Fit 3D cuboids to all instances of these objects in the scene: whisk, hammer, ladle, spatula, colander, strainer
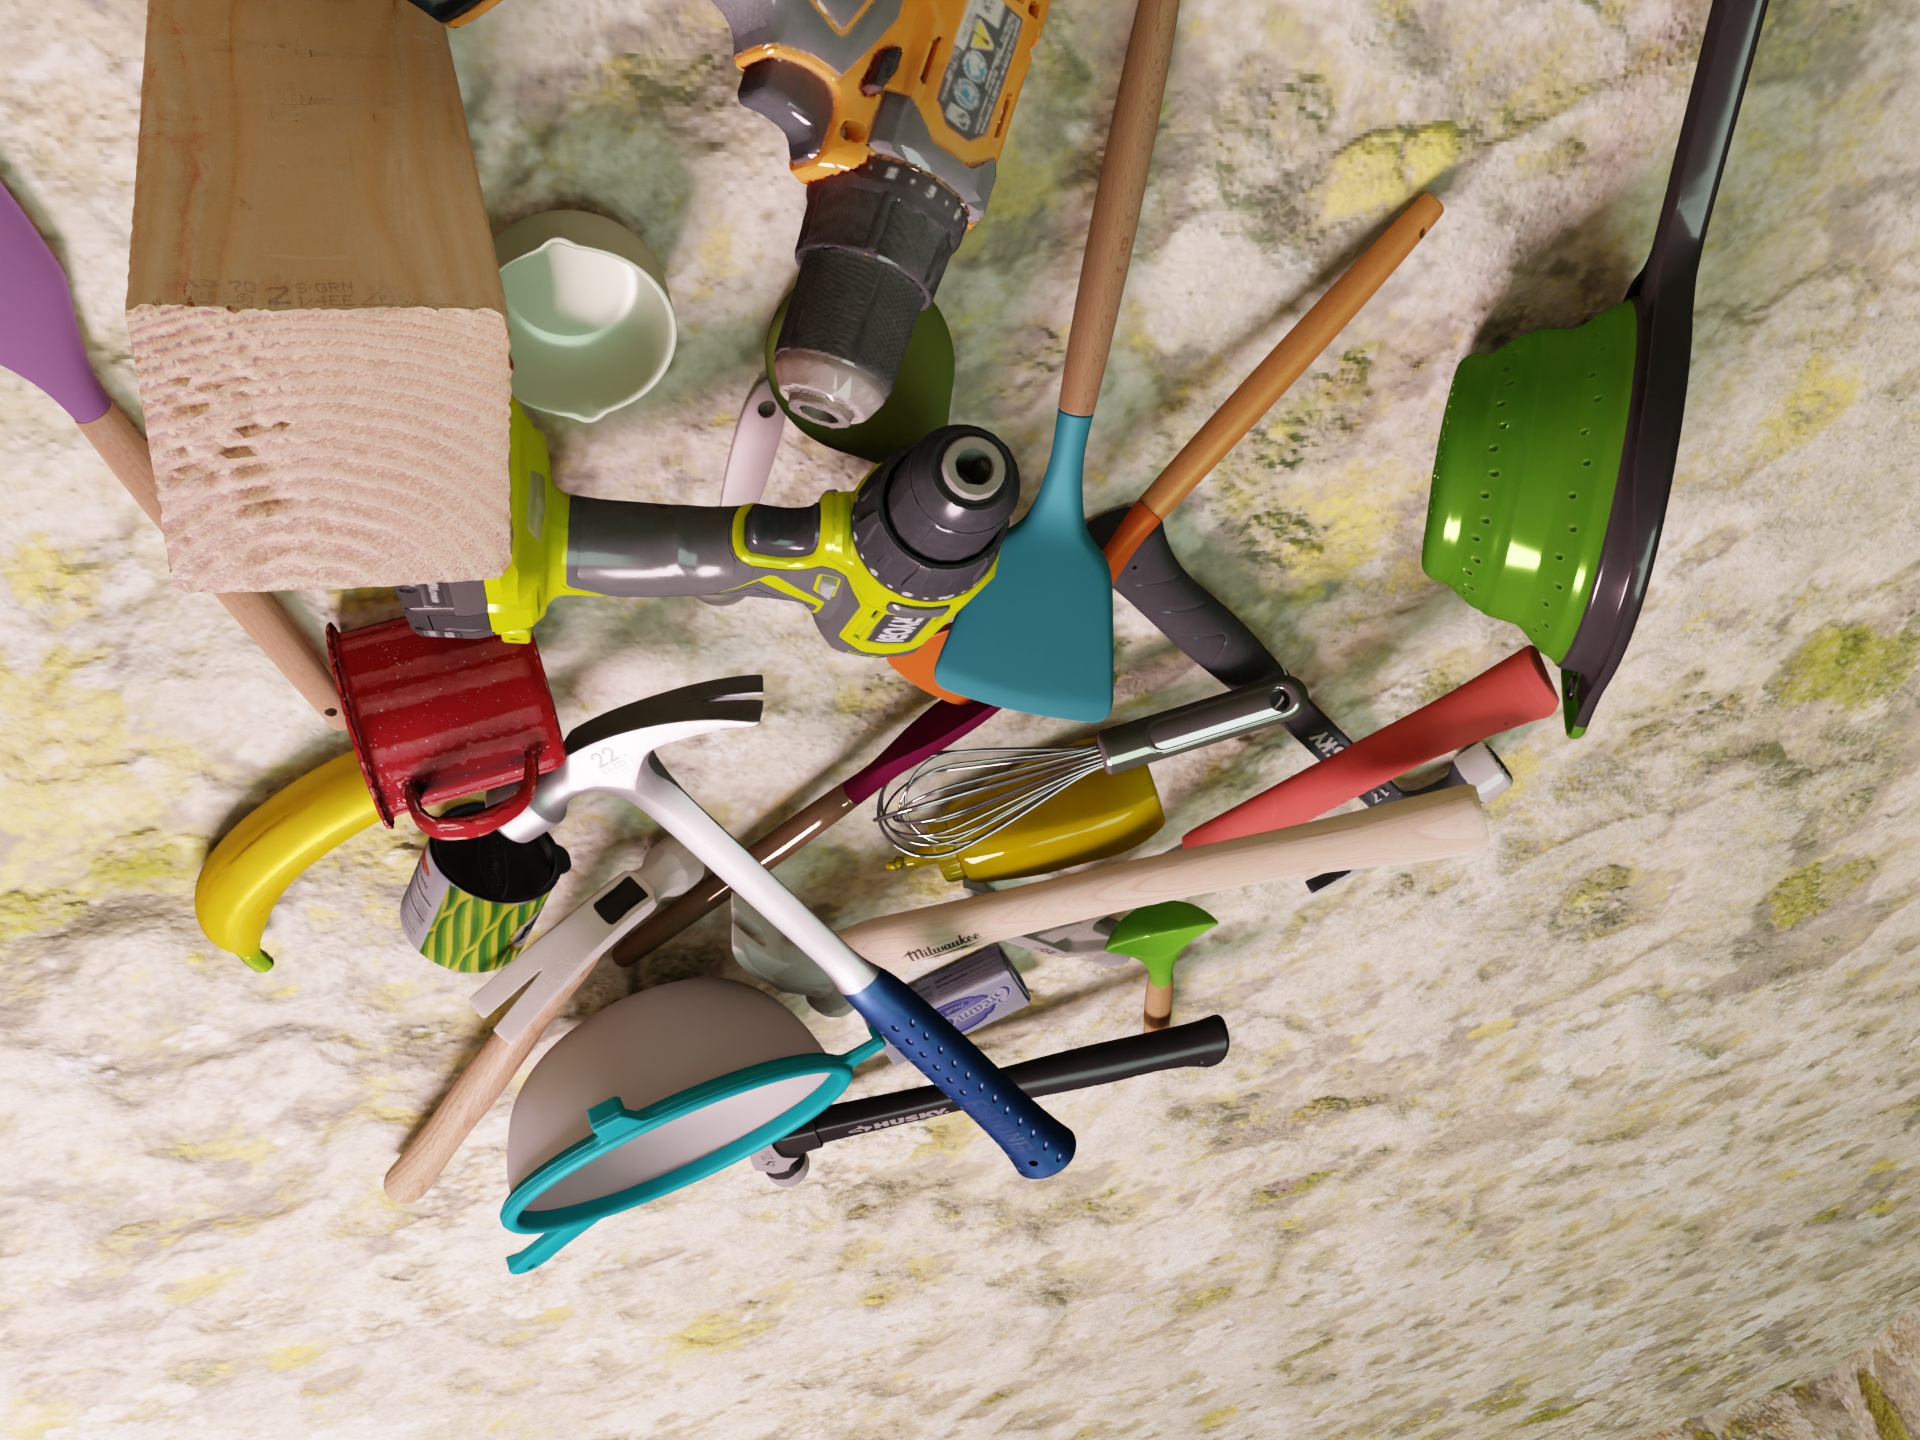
[{"bbox_3d":[0.070,0.020,0.863,0.246,0.058,0.059,-17,176,1],"label":"whisk"},{"bbox_3d":[-0.261,0.191,0.903,0.331,0.031,0.130,-49,174,35],"label":"hammer"},{"bbox_3d":[0.011,-0.096,0.755,0.078,0.062,0.319,-27,146,13],"label":"ladle"},{"bbox_3d":[-0.054,0.129,0.838,0.144,0.035,0.405,-28,125,19],"label":"hammer"},{"bbox_3d":[0.054,-0.150,0.661,0.082,0.044,0.317,13,120,5],"label":"spatula"},{"bbox_3d":[-0.319,-0.098,0.610,0.060,0.018,0.315,-20,138,0],"label":"spatula"},{"bbox_3d":[0.281,-0.188,0.730,0.094,0.205,0.396,10,121,13],"label":"colander"},{"bbox_3d":[0.018,0.248,1.078,0.335,0.035,0.146,-12,147,-2],"label":"hammer"},{"bbox_3d":[-0.212,0.243,0.963,0.211,0.095,0.340,-6,153,-44],"label":"strainer"},{"bbox_3d":[0.077,0.091,0.875,0.410,0.038,0.146,-14,152,14],"label":"hammer"},{"bbox_3d":[0.185,-0.008,0.926,0.149,0.036,0.408,-37,137,17],"label":"hammer"},{"bbox_3d":[0.174,0.053,0.928,0.359,0.037,0.149,-32,141,31],"label":"hammer"},{"bbox_3d":[0.099,-0.121,0.739,0.322,0.041,0.081,-47,147,8],"label":"spatula"}]

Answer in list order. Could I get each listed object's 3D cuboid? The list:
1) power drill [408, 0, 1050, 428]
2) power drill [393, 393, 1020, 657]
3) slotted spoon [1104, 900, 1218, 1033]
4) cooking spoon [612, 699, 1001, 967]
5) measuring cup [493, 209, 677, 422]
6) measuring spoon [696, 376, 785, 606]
[{"bbox_3d":[-0.078,-0.213,0.493,0.226,0.084,0.185,22,81,-39],"label":"power drill"},{"bbox_3d":[-0.096,-0.076,0.618,0.228,0.080,0.190,3,170,-13],"label":"power drill"},{"bbox_3d":[0.131,0.179,1.060,0.070,0.031,0.313,-13,153,-1],"label":"slotted spoon"},{"bbox_3d":[-0.077,0.053,0.862,0.319,0.069,0.017,-35,104,22],"label":"cooking spoon"},{"bbox_3d":[-0.192,-0.152,0.600,0.167,0.038,0.083,-7,140,-7],"label":"measuring cup"},{"bbox_3d":[-0.097,-0.098,0.712,0.034,0.018,0.124,1,133,-25],"label":"measuring spoon"}]
